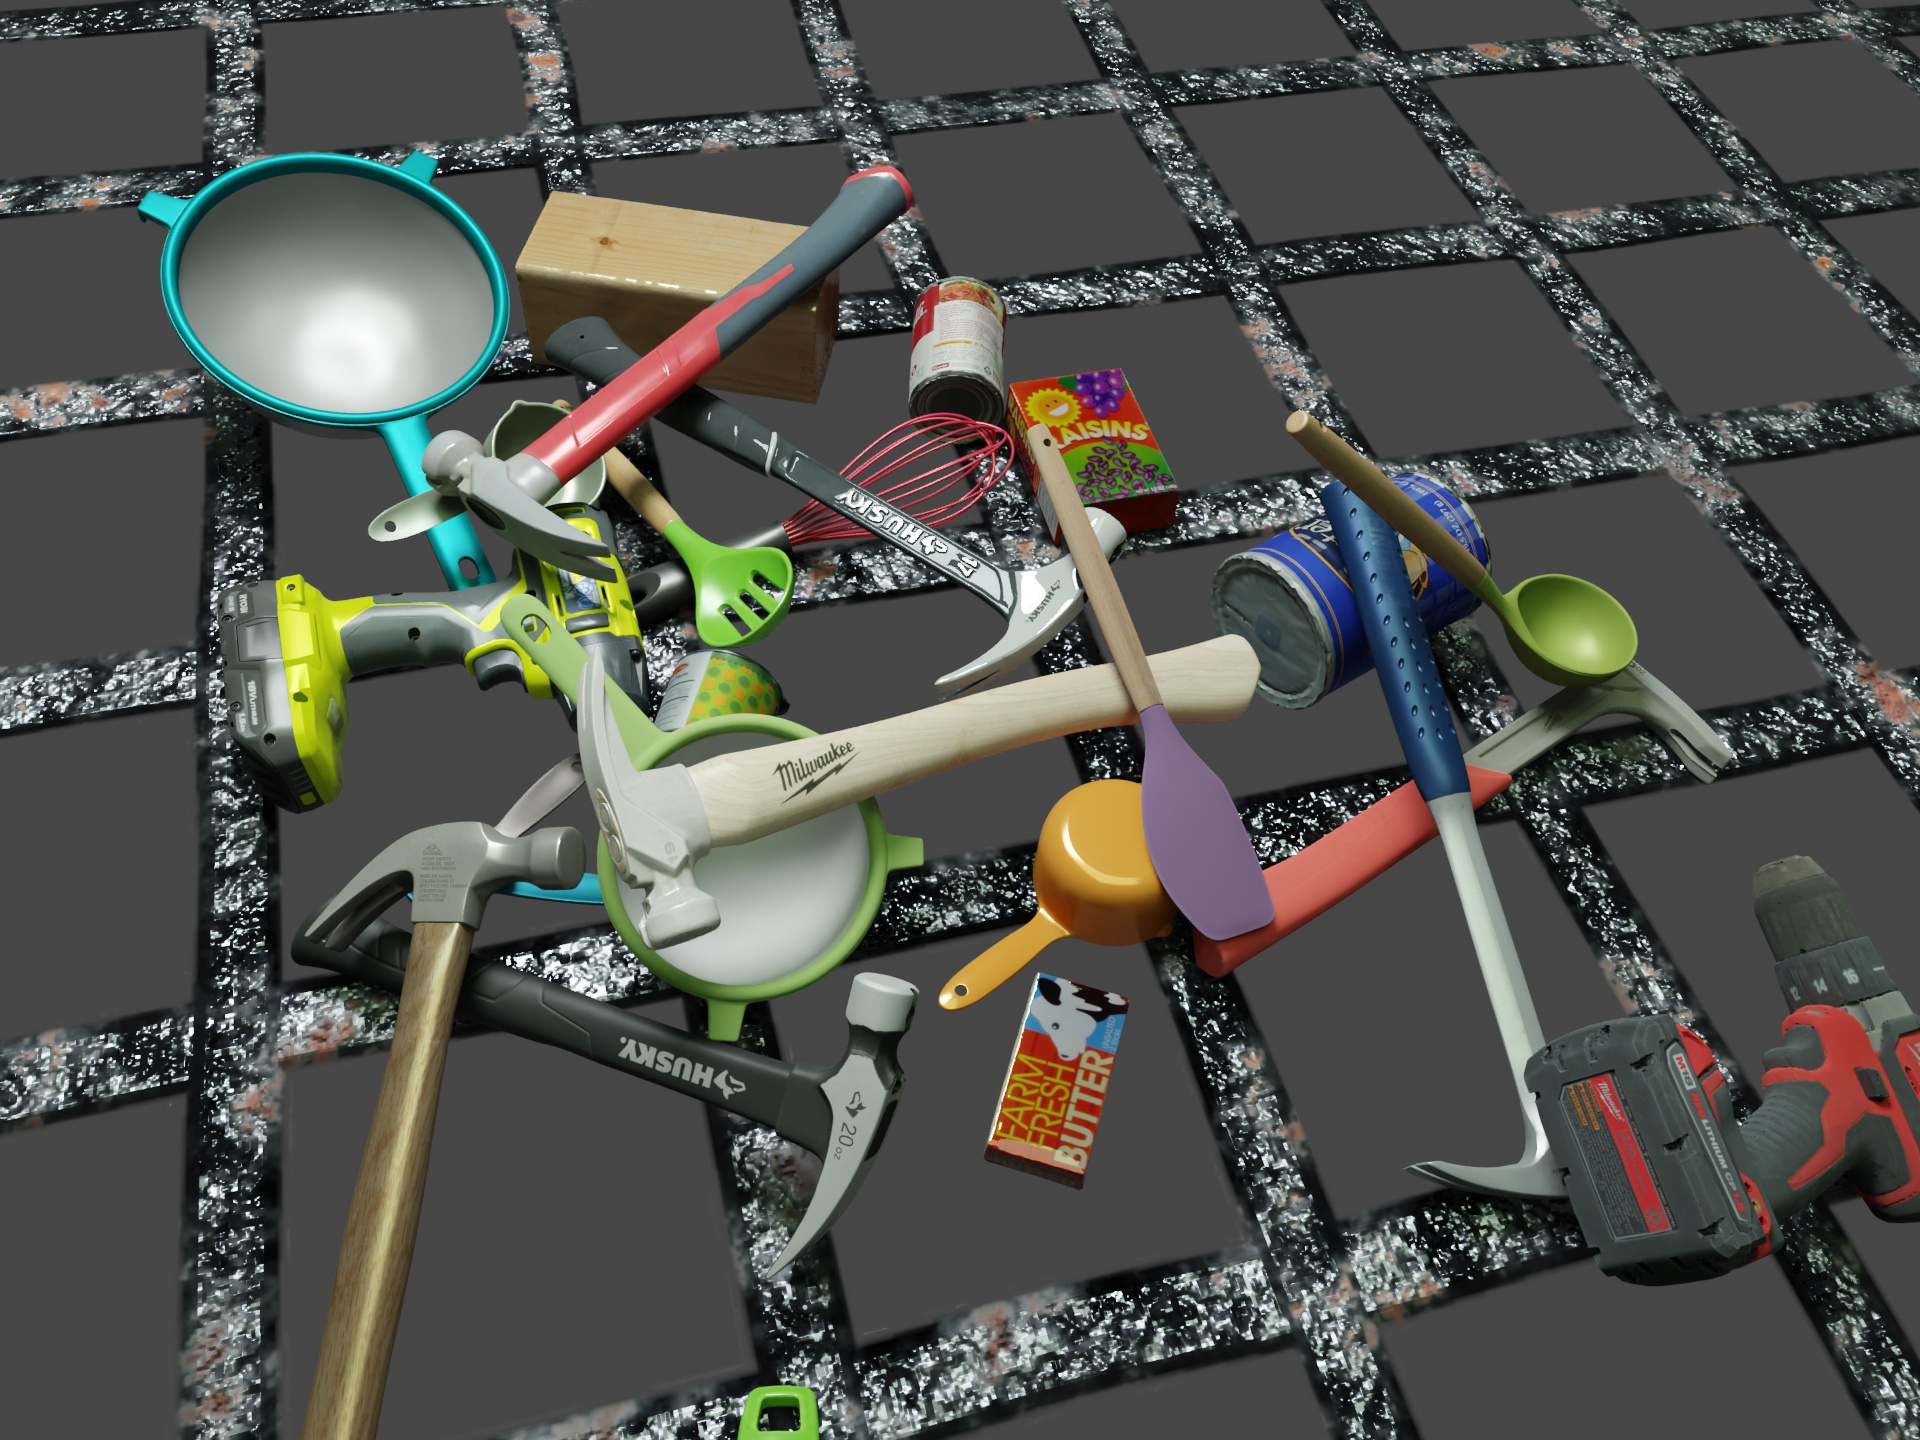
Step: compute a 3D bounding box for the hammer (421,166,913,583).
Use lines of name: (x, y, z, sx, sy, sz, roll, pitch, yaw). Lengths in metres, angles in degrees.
hammer: (-0.146, -0.235, 1.001, 0.143, 0.038, 0.386, 31, 59, 21)

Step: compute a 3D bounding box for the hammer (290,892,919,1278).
hammer: (-0.191, 0.156, 0.789, 0.335, 0.035, 0.146, 15, 91, 17)

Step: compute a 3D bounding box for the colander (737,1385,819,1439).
colander: (-0.075, 0.448, 0.585, 0.204, 0.094, 0.398, 1, 35, -3)

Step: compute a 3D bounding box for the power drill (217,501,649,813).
power drill: (-0.296, -0.031, 0.915, 0.223, 0.080, 0.171, -13, 59, -12)

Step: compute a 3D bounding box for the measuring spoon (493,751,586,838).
measuring spoon: (-0.240, 0.055, 0.890, 0.034, 0.018, 0.124, 26, 38, 9)

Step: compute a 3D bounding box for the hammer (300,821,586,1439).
hammer: (-0.263, 0.205, 0.732, 0.130, 0.031, 0.332, -2, 65, 14)

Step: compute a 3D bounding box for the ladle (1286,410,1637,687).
ladle: (0.282, -0.097, 0.878, 0.319, 0.062, 0.078, 27, 42, -40)

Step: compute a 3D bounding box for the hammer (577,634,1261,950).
hammer: (-0.001, -0.003, 0.861, 0.410, 0.038, 0.146, -14, 79, -32)

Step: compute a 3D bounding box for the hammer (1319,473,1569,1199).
hammer: (0.262, 0.053, 0.861, 0.144, 0.035, 0.406, -9, 72, -10)

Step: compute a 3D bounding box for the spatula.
spatula: (0.095, -0.028, 0.889, 0.059, 0.018, 0.316, -14, 73, -19)

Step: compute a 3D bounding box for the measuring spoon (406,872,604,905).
measuring spoon: (-0.239, 0.096, 0.873, 0.128, 0.021, 0.042, 6, 44, -11)

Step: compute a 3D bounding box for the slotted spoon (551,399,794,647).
slotted spoon: (-0.190, -0.133, 1.004, 0.070, 0.031, 0.314, -46, 51, 0)

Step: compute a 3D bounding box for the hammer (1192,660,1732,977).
hammer: (0.283, 0.054, 0.930, 0.359, 0.036, 0.149, -29, 60, -24)

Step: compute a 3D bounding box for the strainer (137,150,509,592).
strainer: (-0.387, -0.210, 1.054, 0.211, 0.095, 0.340, -21, 78, -28)

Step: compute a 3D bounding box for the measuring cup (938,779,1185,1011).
measuring cup: (0.055, 0.096, 0.868, 0.173, 0.052, 0.095, -34, 62, -28)

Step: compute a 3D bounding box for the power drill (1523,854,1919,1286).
power drill: (0.393, 0.168, 0.786, 0.226, 0.080, 0.188, -6, 69, -27)

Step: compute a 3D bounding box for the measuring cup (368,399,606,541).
measuring cup: (-0.297, -0.140, 0.987, 0.167, 0.038, 0.083, -34, 96, -38)

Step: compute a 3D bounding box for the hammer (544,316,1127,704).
hammer: (-0.105, -0.152, 0.992, 0.409, 0.036, 0.149, 31, 71, 21)

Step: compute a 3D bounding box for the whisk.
whisk: (-0.096, -0.126, 1.026, 0.296, 0.073, 0.073, -26, 59, -14)

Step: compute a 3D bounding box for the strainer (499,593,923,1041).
strainer: (-0.154, 0.036, 0.852, 0.151, 0.069, 0.256, -43, 91, -16)
